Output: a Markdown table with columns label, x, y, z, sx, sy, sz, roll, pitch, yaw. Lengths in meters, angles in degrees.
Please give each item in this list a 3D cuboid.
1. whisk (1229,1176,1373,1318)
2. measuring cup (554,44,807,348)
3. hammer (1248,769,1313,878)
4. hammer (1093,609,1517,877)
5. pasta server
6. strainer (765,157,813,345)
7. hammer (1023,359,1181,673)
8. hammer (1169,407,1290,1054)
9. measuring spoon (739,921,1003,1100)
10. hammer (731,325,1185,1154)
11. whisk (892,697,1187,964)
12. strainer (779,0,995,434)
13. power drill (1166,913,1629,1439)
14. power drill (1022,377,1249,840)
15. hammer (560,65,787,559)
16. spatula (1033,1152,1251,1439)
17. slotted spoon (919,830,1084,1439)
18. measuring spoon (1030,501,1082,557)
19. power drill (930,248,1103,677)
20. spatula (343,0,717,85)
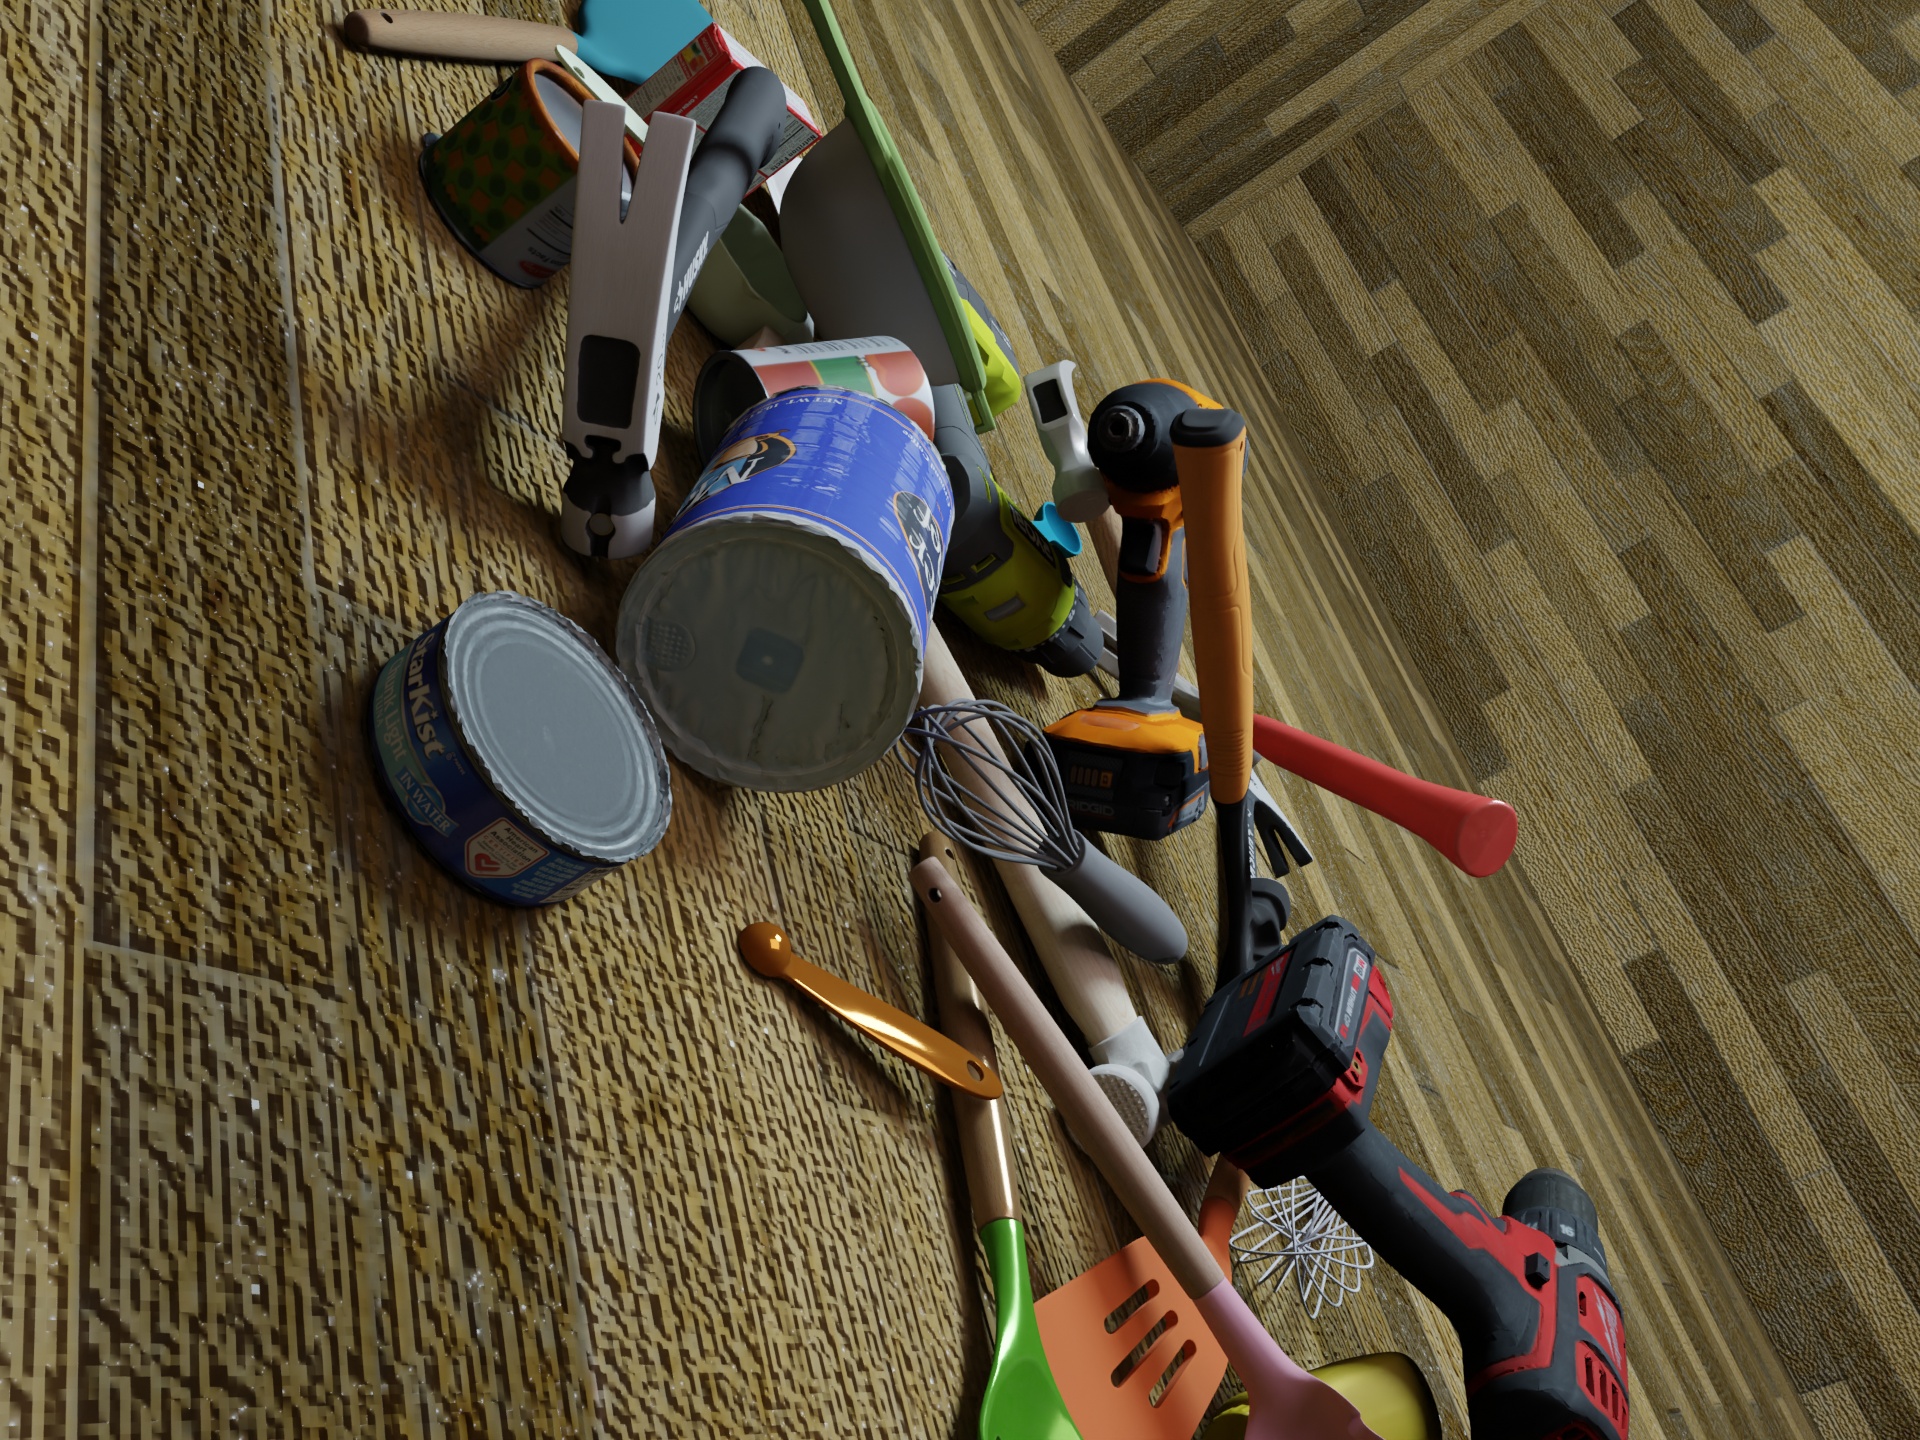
| label | x | y | z | sx | sy | sz | roll | pitch | yaw |
| --- | --- | --- | --- | --- | --- | --- | --- | --- | --- |
| whisk | 0.195 | 0.248 | 0.831 | 0.070 | 0.070 | 0.284 | 64 | 16 | 14 |
| measuring cup | -0.141 | -0.245 | 0.760 | 0.167 | 0.038 | 0.083 | 43 | 25 | -31 |
| hammer | 0.181 | 0.126 | 0.994 | 0.149 | 0.036 | 0.409 | 54 | 21 | -17 |
| hammer | 0.182 | 0.013 | 0.884 | 0.149 | 0.037 | 0.359 | 35 | 0 | -19 |
| pasta server | 0.072 | 0.182 | 0.571 | 0.316 | 0.060 | 0.040 | 55 | 12 | 10 |
| strainer | -0.089 | -0.255 | 0.894 | 0.259 | 0.050 | 0.086 | -94 | 162 | -45 |
| hammer | 0.098 | -0.111 | 1.019 | 0.331 | 0.031 | 0.130 | 54 | 21 | -60 |
| hammer | 0.128 | 0.011 | 0.772 | 0.127 | 0.034 | 0.336 | -58 | 146 | -48 |
| measuring spoon | -0.027 | 0.100 | 0.544 | 0.116 | 0.011 | 0.021 | 36 | 28 | -23 |
| hammer | -0.001 | -0.002 | 0.745 | 0.411 | 0.038 | 0.146 | 62 | 19 | 9 |
| whisk | 0.044 | 0.053 | 0.645 | 0.238 | 0.055 | 0.055 | 43 | 25 | -50 |
| strainer | -0.059 | -0.239 | 0.726 | 0.256 | 0.069 | 0.152 | 59 | 8 | -62 |
| power drill | 0.205 | 0.198 | 0.697 | 0.226 | 0.080 | 0.188 | 49 | 27 | 0 |
| power drill | 0.090 | -0.059 | 0.809 | 0.164 | 0.084 | 0.226 | -9 | 107 | -68 |
| hammer | -0.106 | -0.210 | 0.643 | 0.035 | 0.146 | 0.335 | 10 | 36 | -4 |
| spatula | 0.107 | 0.204 | 0.684 | 0.081 | 0.041 | 0.322 | 58 | 22 | 2 |
| slotted spoon | 0.011 | 0.158 | 0.563 | 0.070 | 0.031 | 0.314 | 39 | 26 | -37 |
| measuring spoon | 0.043 | -0.118 | 1.048 | 0.042 | 0.021 | 0.128 | 60 | 29 | 4 |
| power drill | 0.008 | -0.140 | 0.905 | 0.190 | 0.080 | 0.229 | 38 | 30 | -54 |
| spatula | -0.192 | -0.327 | 0.745 | 0.082 | 0.044 | 0.318 | 48 | 23 | -9 |
